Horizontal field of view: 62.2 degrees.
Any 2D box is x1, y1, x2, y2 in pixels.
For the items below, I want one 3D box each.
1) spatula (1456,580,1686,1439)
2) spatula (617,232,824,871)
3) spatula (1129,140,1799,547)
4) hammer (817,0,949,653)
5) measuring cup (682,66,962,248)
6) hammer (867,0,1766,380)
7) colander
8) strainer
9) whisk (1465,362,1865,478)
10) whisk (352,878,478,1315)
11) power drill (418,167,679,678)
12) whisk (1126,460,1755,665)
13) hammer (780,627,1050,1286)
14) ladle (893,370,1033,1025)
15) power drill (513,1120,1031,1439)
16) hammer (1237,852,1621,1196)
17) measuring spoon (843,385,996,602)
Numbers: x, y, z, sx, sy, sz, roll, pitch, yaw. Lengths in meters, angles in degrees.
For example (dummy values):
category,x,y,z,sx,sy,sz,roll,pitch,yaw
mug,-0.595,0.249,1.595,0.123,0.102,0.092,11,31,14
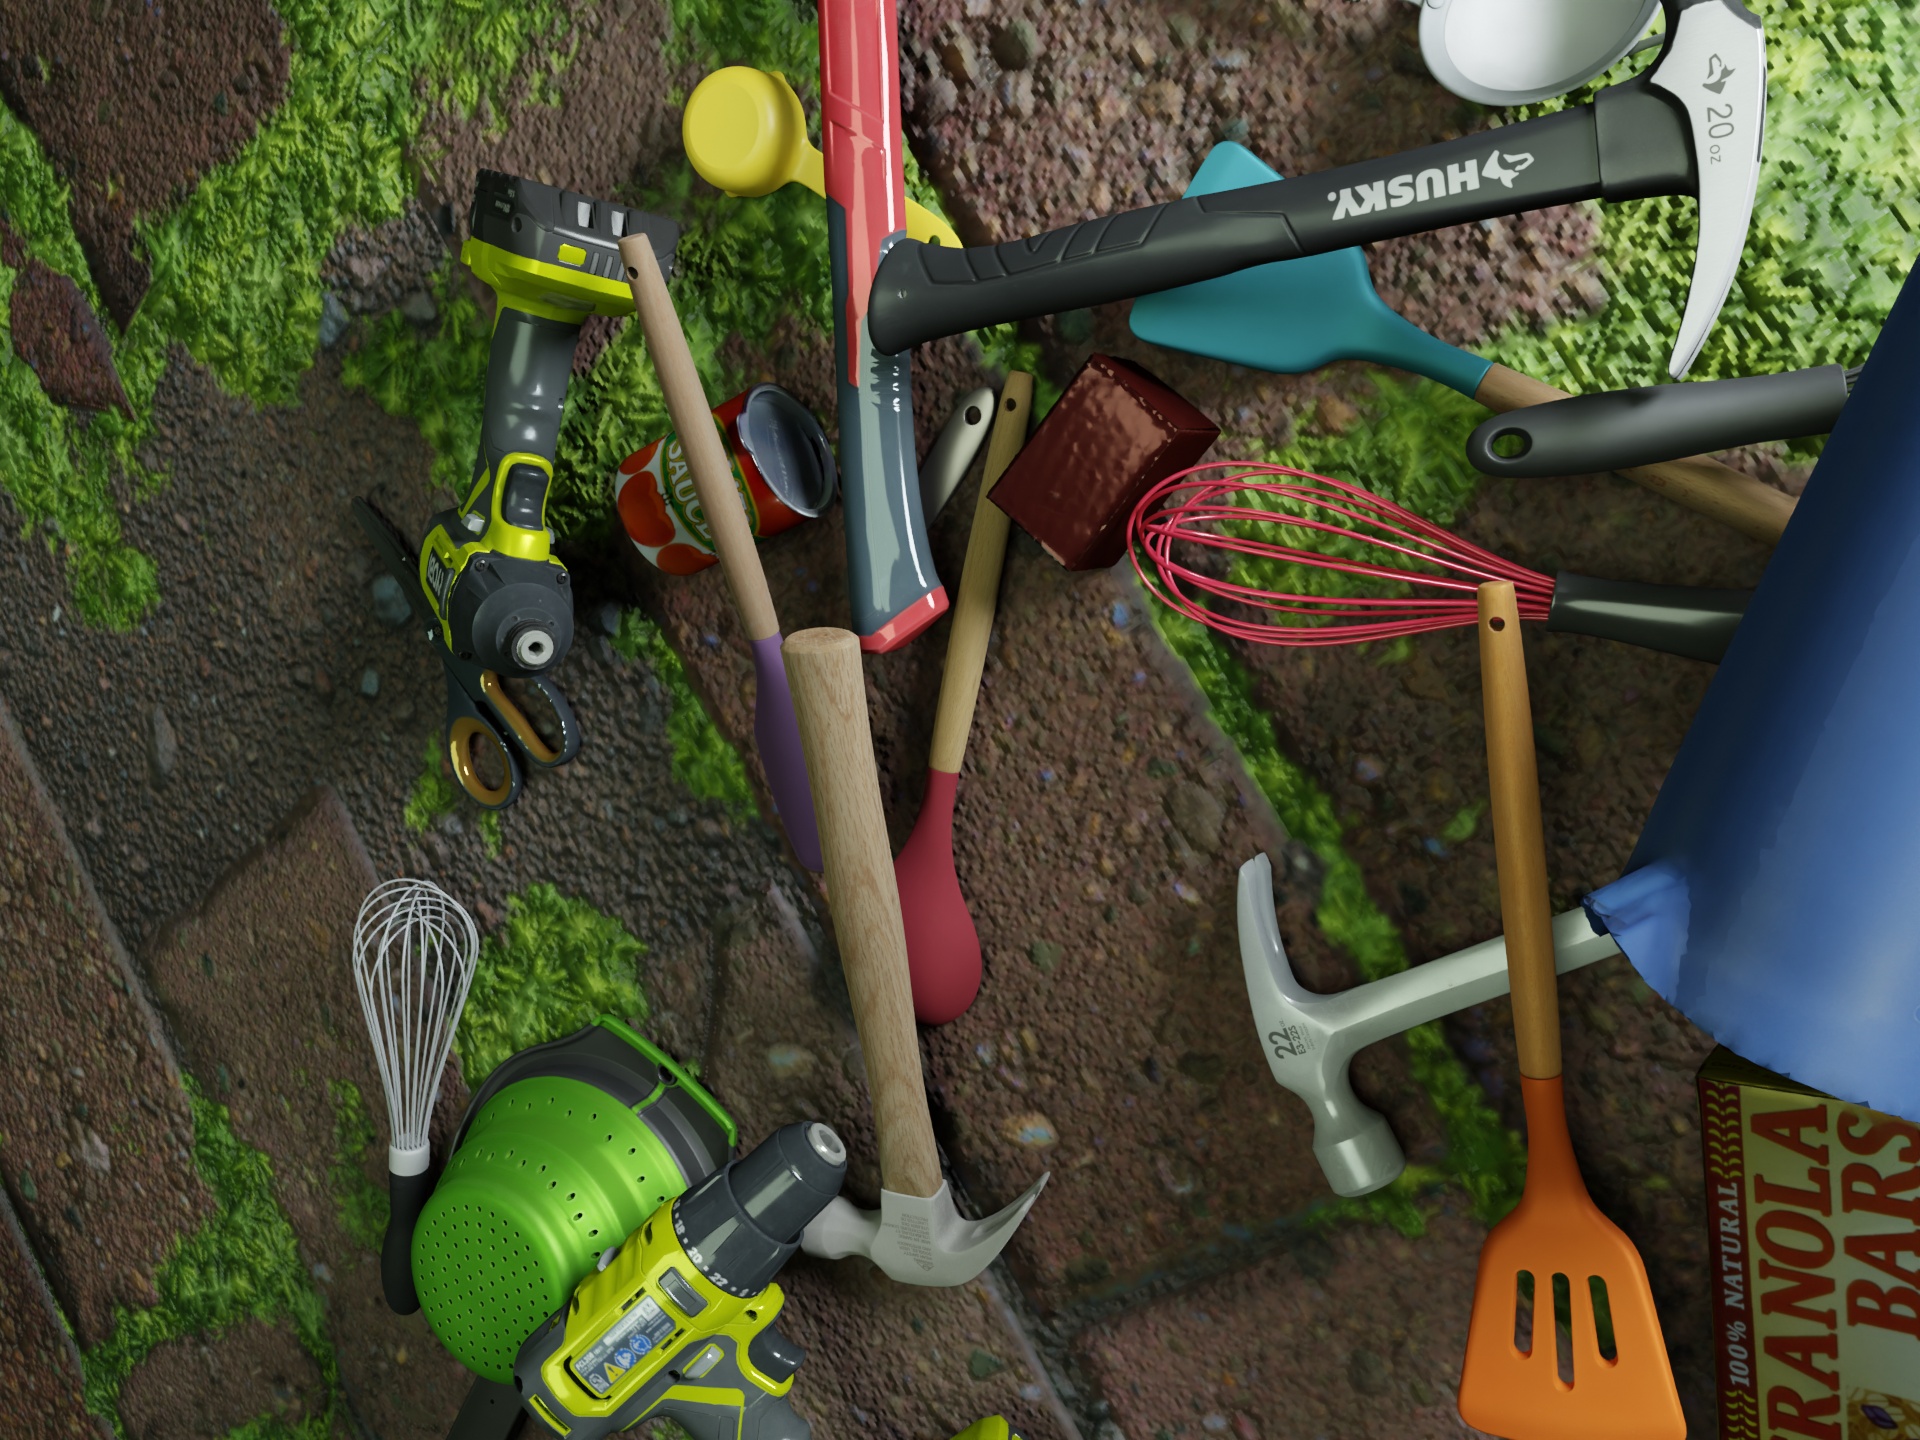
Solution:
category,x,y,z,sx,sy,sz,roll,pitch,yaw
spatula,0.212,0.110,0.586,0.081,0.041,0.322,-4,99,26
spatula,-0.095,-0.062,0.720,0.060,0.018,0.315,-2,119,28
spatula,0.217,-0.115,0.592,0.318,0.044,0.082,31,104,19
hammer,-0.056,-0.222,0.701,0.143,0.038,0.386,0,97,14
measuring cup,-0.065,-0.249,0.727,0.157,0.029,0.062,35,112,18
hammer,0.110,-0.176,0.584,0.335,0.035,0.146,-4,96,30
colander,-0.259,0.351,0.882,0.205,0.094,0.397,35,112,19
strainer,0.157,-0.281,0.602,0.259,0.050,0.087,28,87,28
whisk,0.294,-0.111,0.534,0.239,0.055,0.055,-6,95,21
whisk,-0.319,0.223,0.921,0.070,0.070,0.284,16,109,25
power drill,-0.203,-0.137,0.757,0.171,0.080,0.223,38,117,57
whisk,0.204,-0.049,0.603,0.296,0.073,0.073,12,103,19
hammer,-0.036,0.118,0.729,0.130,0.031,0.331,2,112,25
ladle,-0.001,-0.002,0.734,0.069,0.031,0.315,16,103,22
power drill,-0.072,0.318,0.752,0.190,0.080,0.228,-44,91,9
hammer,0.287,0.052,0.584,0.405,0.035,0.144,-28,84,28
measuring spoon,-0.020,-0.100,0.732,0.034,0.018,0.124,39,112,17
